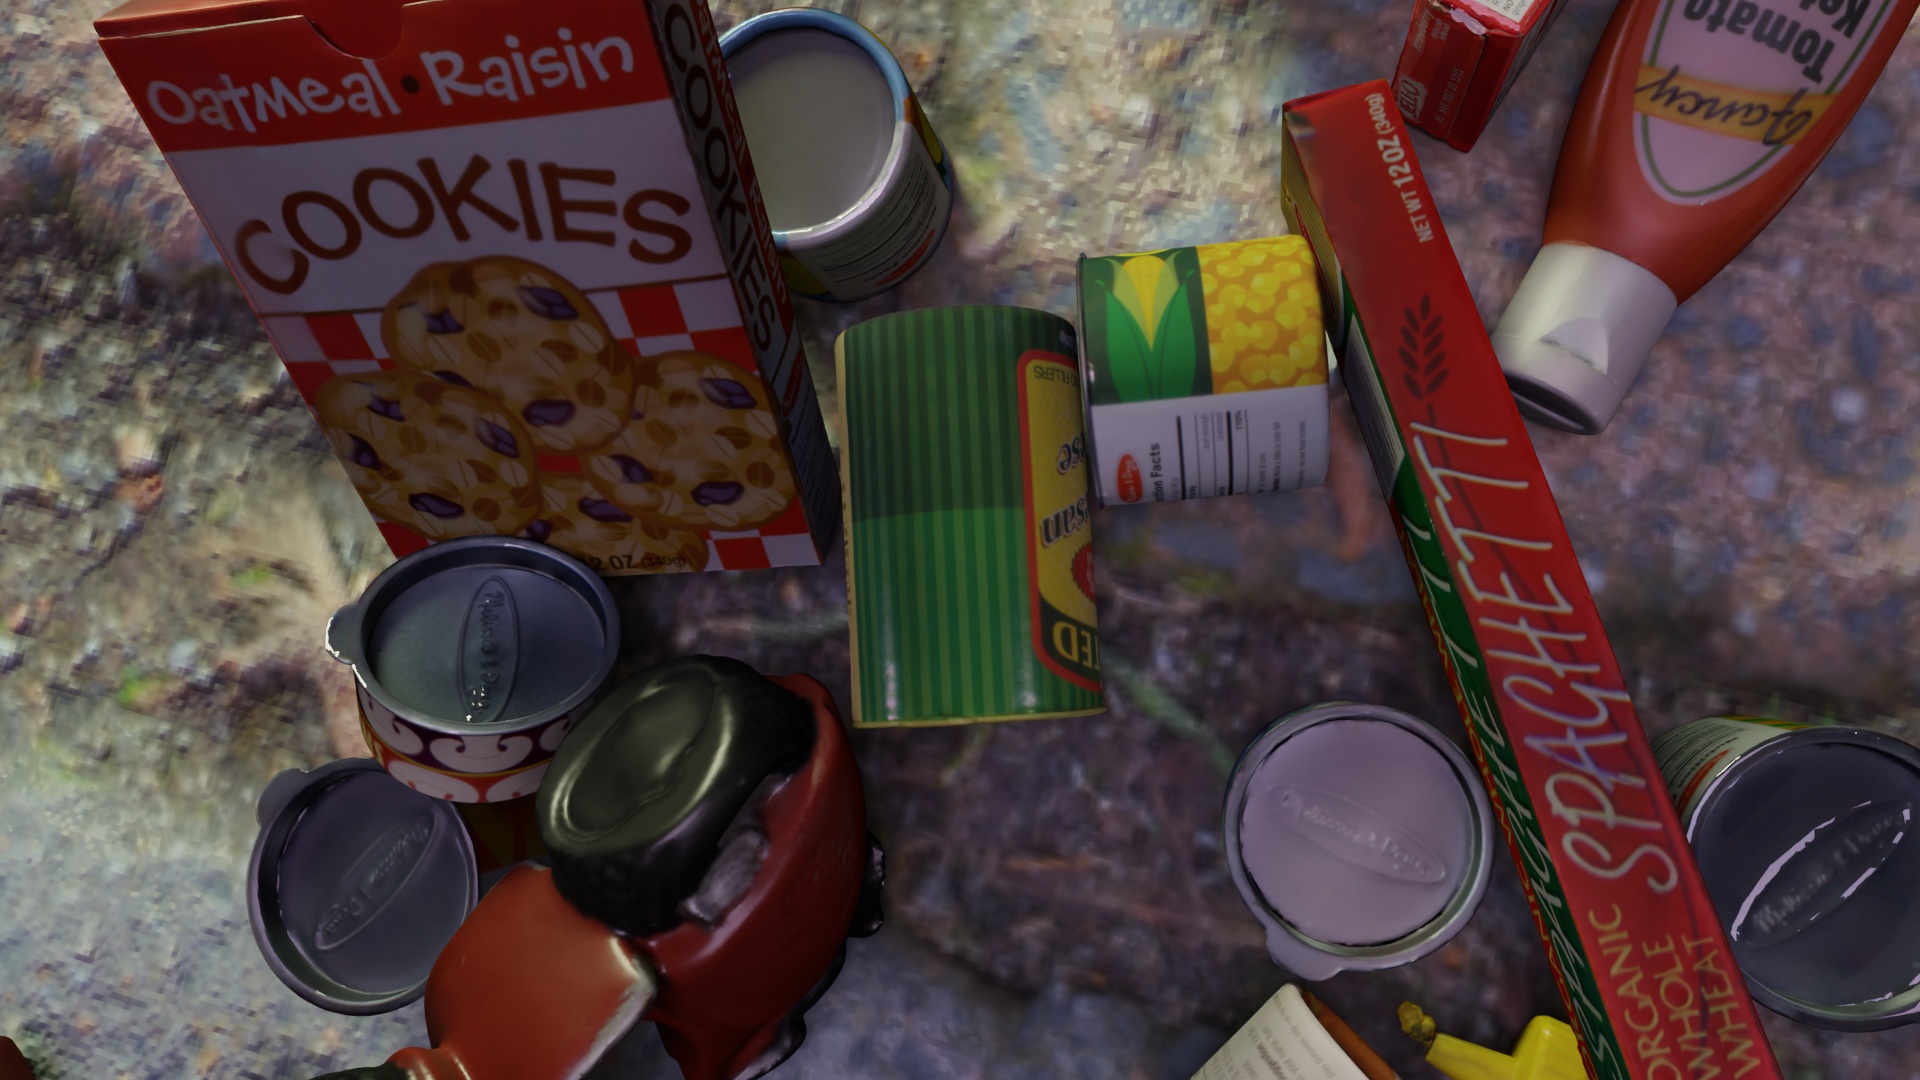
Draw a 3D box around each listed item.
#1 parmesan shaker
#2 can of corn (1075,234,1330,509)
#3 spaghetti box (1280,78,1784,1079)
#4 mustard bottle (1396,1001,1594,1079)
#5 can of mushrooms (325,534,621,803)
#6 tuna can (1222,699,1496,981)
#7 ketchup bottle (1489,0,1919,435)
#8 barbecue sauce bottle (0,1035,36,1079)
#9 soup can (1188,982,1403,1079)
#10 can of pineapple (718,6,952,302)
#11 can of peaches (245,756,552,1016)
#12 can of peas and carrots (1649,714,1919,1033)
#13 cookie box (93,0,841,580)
[{"bbox_3d":[0.001,-0.005,0.364,0.071,0.071,0.103,-4,84,9],"label":"parmesan shaker"},{"bbox_3d":[0.062,-0.046,0.362,0.058,0.071,0.071,-5,84,8],"label":"can of corn"},{"bbox_3d":[0.125,0.008,0.330,0.028,0.050,0.250,-16,71,8],"label":"spaghetti box"},{"bbox_3d":[0.178,0.155,0.328,0.160,0.065,0.049,25,85,18],"label":"mustard bottle"},{"bbox_3d":[-0.126,0.033,0.364,0.071,0.033,0.071,9,45,-9],"label":"can of mushrooms"},{"bbox_3d":[0.100,0.077,0.360,0.071,0.033,0.071,-1,85,9],"label":"tuna can"},{"bbox_3d":[0.185,-0.099,0.358,0.065,0.043,0.148,30,91,10],"label":"ketchup bottle"},{"bbox_3d":[-0.275,0.224,0.402,0.065,0.043,0.148,-35,81,5],"label":"barbecue sauce bottle"},{"bbox_3d":[0.078,0.164,0.340,0.071,0.071,0.084,45,93,10],"label":"soup can"},{"bbox_3d":[-0.041,-0.106,0.387,0.071,0.058,0.071,-1,85,9],"label":"can of pineapple"},{"bbox_3d":[-0.152,0.089,0.387,0.071,0.058,0.071,-1,85,10],"label":"can of peaches"},{"bbox_3d":[0.199,0.077,0.331,0.071,0.058,0.071,-1,86,9],"label":"can of peas and carrots"},{"bbox_3d":[-0.109,-0.061,0.348,0.123,0.166,0.040,-3,42,9],"label":"cookie box"}]
